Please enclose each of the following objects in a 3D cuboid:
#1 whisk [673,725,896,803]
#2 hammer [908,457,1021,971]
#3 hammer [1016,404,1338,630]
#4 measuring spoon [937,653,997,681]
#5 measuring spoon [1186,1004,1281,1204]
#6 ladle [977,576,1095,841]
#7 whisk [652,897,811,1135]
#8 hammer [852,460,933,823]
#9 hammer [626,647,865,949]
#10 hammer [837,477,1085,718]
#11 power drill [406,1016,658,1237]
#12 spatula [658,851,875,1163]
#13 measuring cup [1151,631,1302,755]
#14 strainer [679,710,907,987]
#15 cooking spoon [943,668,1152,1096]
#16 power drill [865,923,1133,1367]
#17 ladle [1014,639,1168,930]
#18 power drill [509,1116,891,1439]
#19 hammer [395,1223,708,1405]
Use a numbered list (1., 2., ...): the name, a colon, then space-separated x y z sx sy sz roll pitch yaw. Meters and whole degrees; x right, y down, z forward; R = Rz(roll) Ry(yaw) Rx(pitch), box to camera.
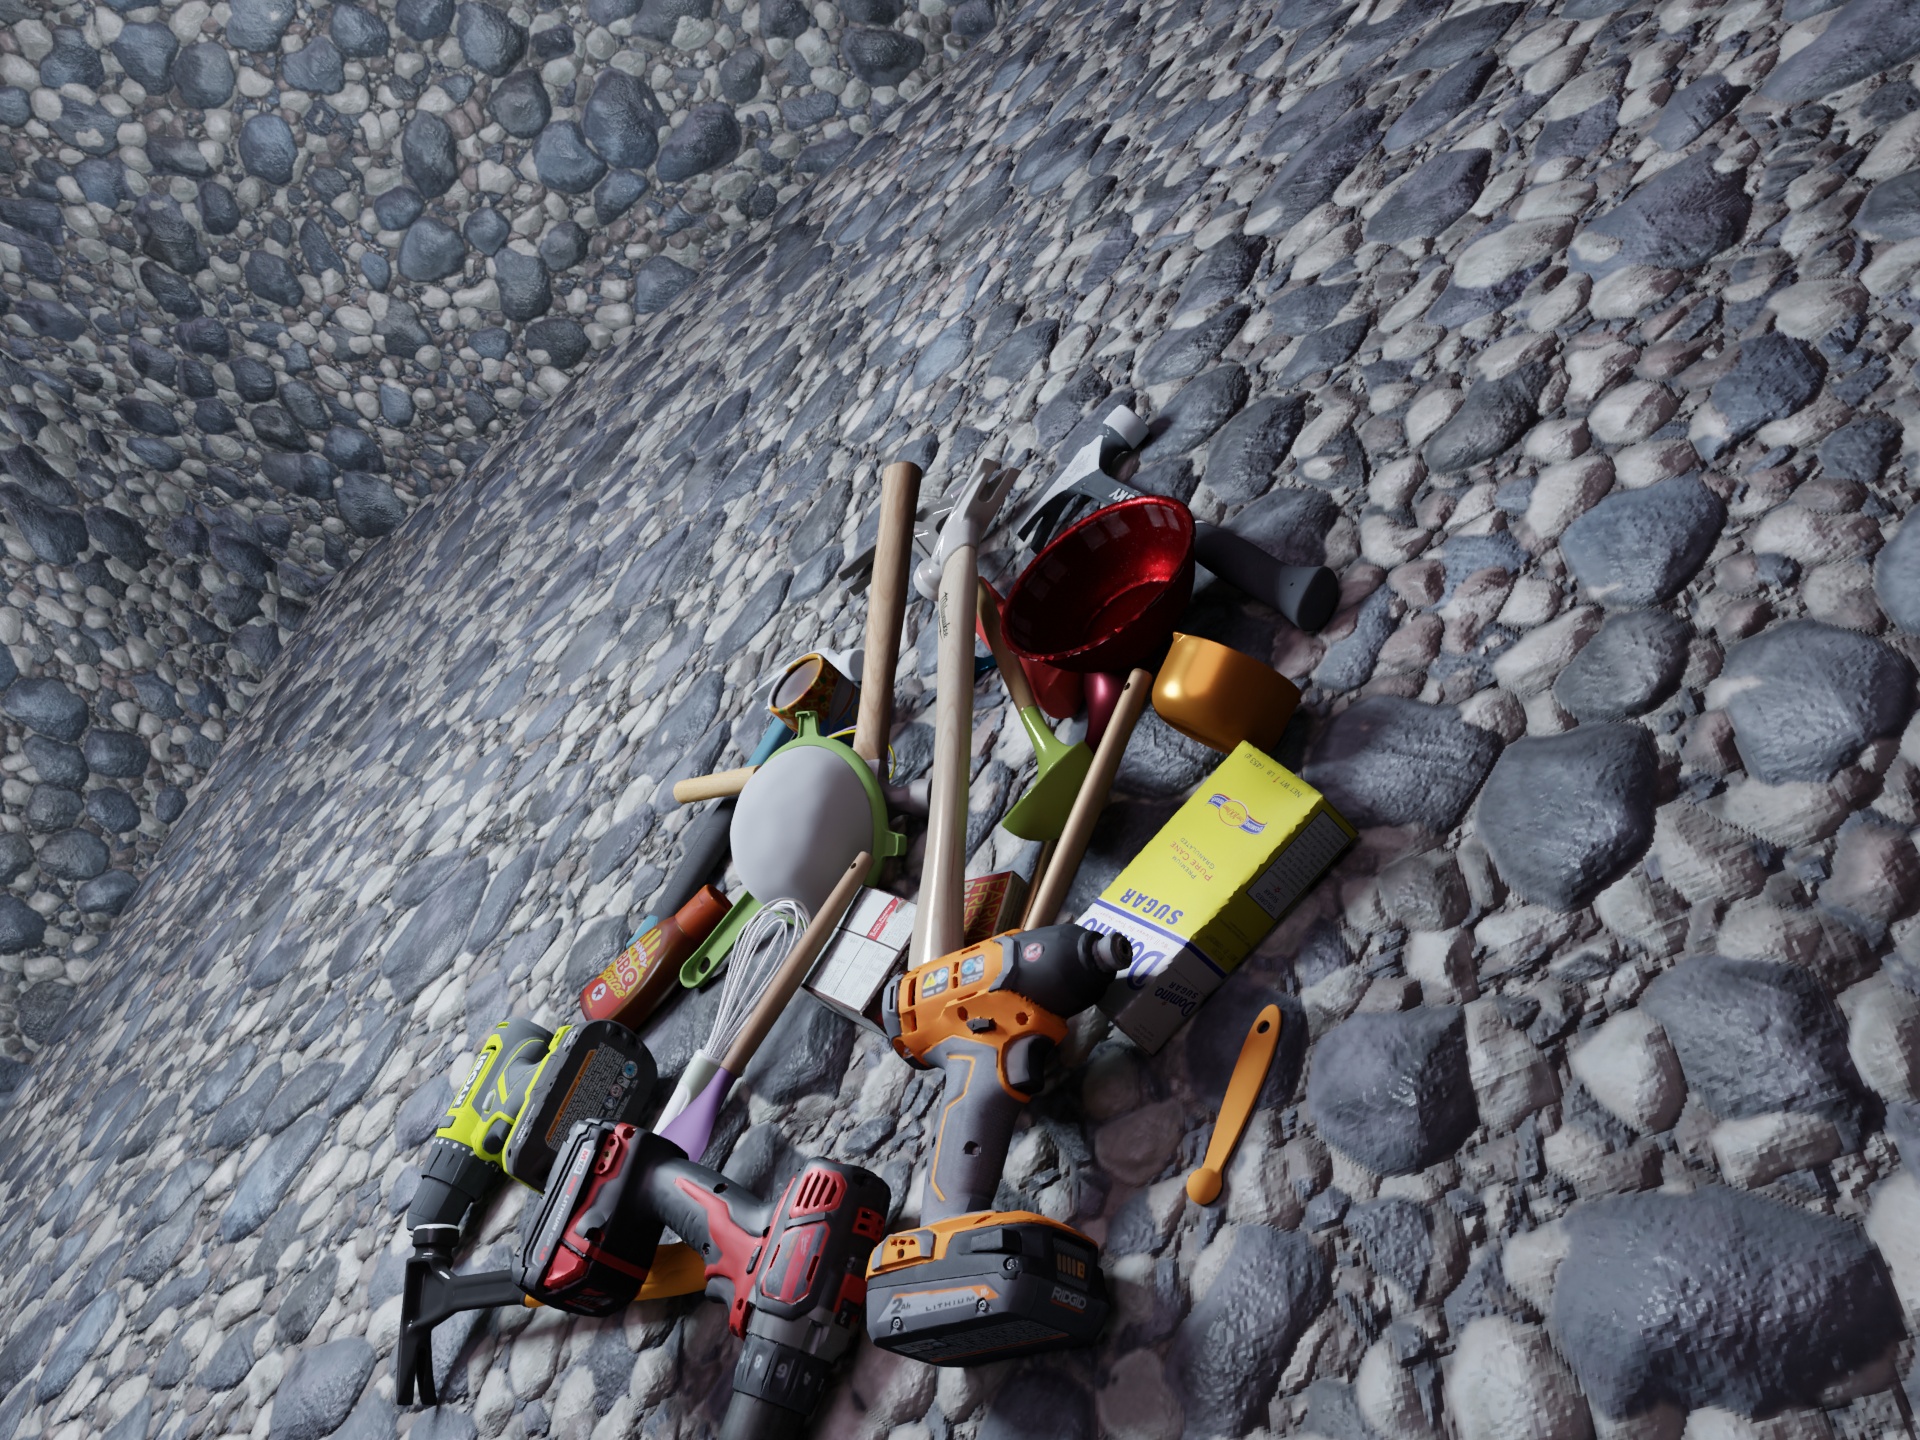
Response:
1. whisk: -0.154 0.049 1.361 0.245 0.047 0.051 -11 38 34
2. hammer: -0.002 -0.004 1.130 0.146 0.038 0.411 123 156 -48
3. hammer: 0.165 -0.144 1.222 0.149 0.036 0.409 -47 29 2
4. measuring spoon: 0.029 -0.059 1.307 0.128 0.021 0.042 -27 34 30
5. measuring spoon: 0.145 0.200 0.841 0.021 0.011 0.117 -6 48 50
6. ladle: 0.035 -0.025 1.149 0.078 0.062 0.321 -49 32 21
7. whisk: -0.179 0.240 1.165 0.058 0.059 0.246 21 80 47
8. hammer: -0.065 -0.068 1.305 0.130 0.031 0.332 -7 62 24
9. hammer: -0.199 0.071 1.437 0.128 0.033 0.331 -2 52 51
10. hammer: 0.008 -0.092 1.322 0.149 0.036 0.359 -37 35 1
11. power drill: -0.352 0.326 1.270 0.228 0.080 0.191 -20 38 48
12. spatula: -0.149 0.224 1.113 0.060 0.018 0.316 9 60 49
13. measuring cup: 0.154 -0.010 1.041 0.052 0.095 0.173 -64 11 -8
14. strainer: -0.163 0.123 1.237 0.256 0.069 0.152 -50 60 23
15. cooking spoon: 0.055 0.114 0.992 0.319 0.017 0.069 -67 20 -7
16. power drill: 0.027 0.219 0.867 0.164 0.084 0.227 -27 45 34
17. ladle: 0.080 0.049 1.104 0.069 0.031 0.316 -13 45 45
18. power drill: -0.161 0.344 0.962 0.227 0.080 0.188 4 62 32
19. hammer: -0.278 0.400 1.109 0.337 0.034 0.127 -20 59 32
